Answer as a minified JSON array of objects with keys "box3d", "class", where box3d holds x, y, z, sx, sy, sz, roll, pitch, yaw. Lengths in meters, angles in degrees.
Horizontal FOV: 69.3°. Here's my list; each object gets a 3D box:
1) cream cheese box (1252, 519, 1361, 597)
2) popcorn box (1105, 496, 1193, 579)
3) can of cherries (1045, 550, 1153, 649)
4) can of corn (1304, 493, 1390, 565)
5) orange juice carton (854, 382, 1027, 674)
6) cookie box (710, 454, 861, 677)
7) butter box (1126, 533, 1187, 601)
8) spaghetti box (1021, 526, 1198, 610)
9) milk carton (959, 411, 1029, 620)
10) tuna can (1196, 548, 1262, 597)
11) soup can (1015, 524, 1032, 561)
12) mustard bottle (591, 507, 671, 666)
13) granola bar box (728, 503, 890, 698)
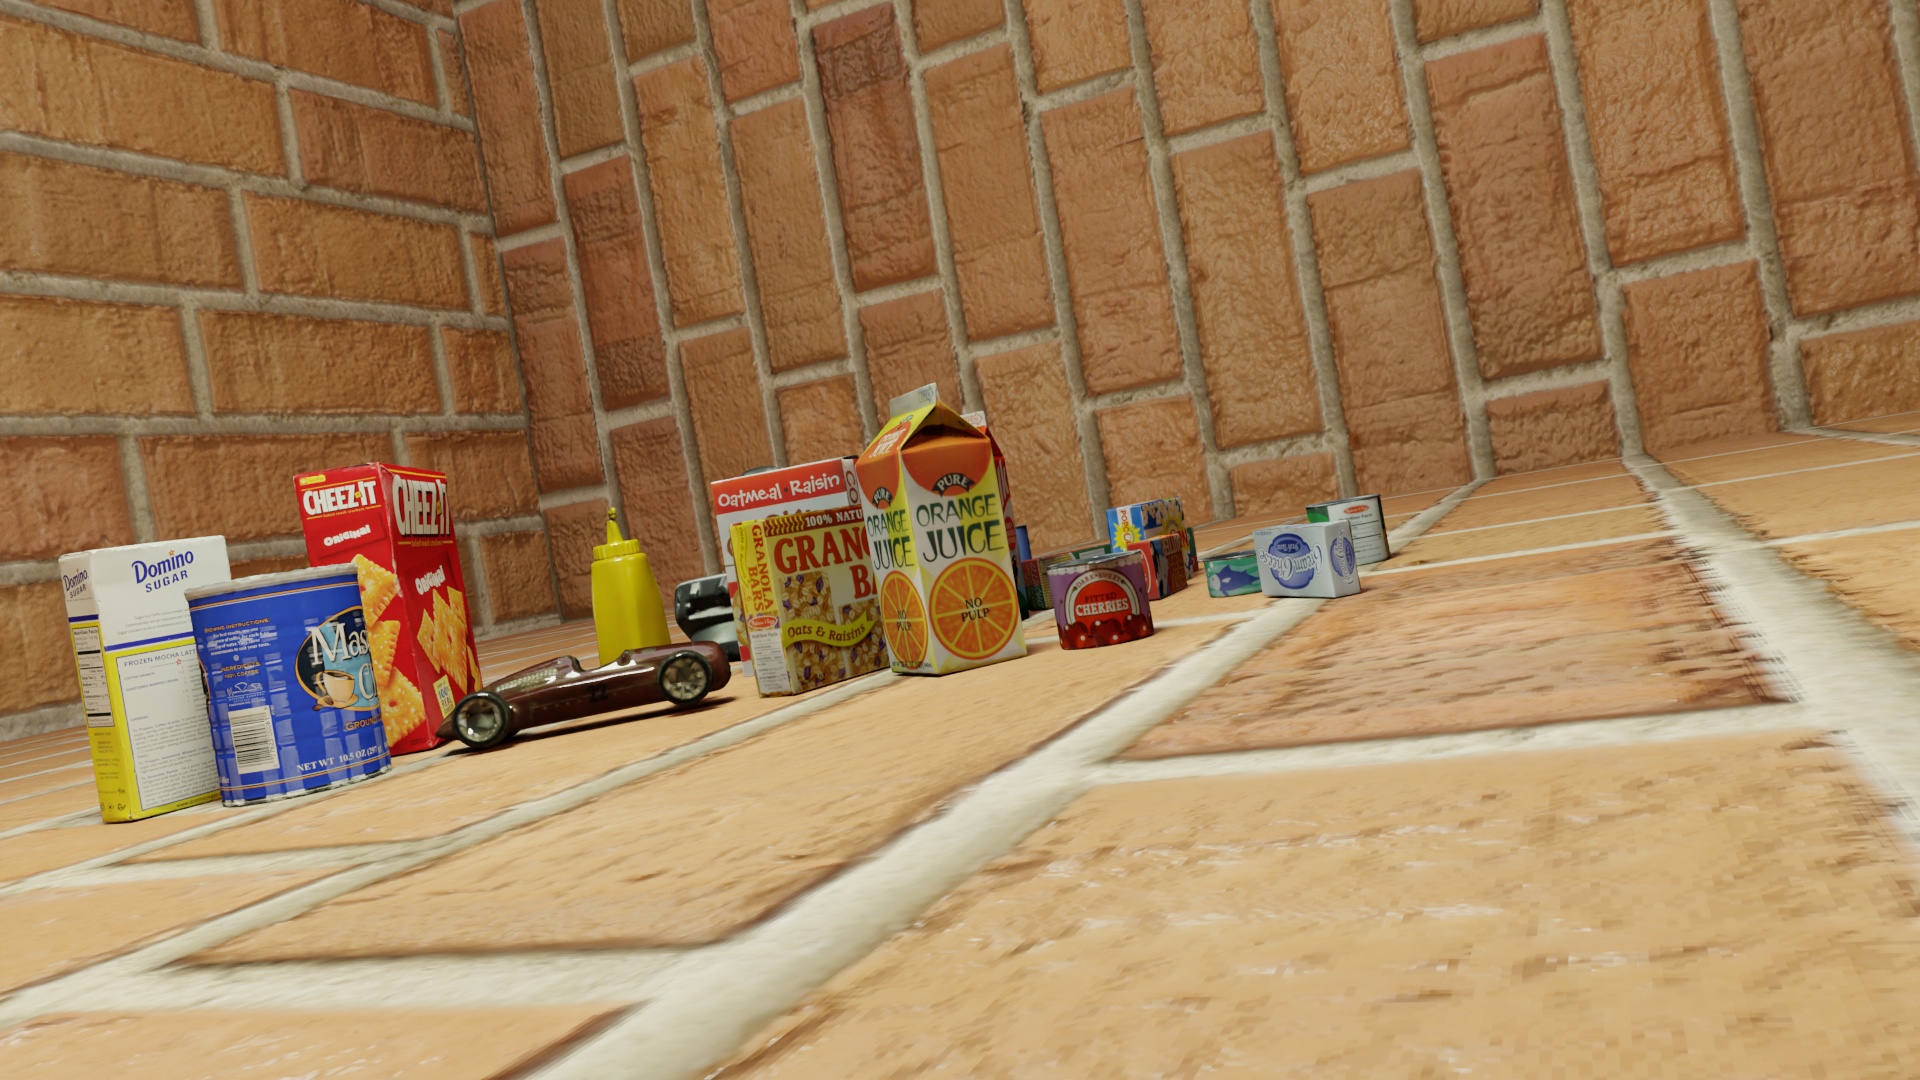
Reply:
[{"box3d":[0.253,0.015,1.020,0.024,0.053,0.103,-10,1,-17],"class":"cream cheese box"},{"box3d":[0.187,0.004,1.364,0.038,0.085,0.127,-10,1,27],"class":"popcorn box"},{"box3d":[0.095,0.041,0.949,0.071,0.058,0.071,-10,1,0],"class":"can of cherries"},{"box3d":[0.345,-0.008,1.240,0.071,0.058,0.071,-10,1,0],"class":"can of corn"},{"box3d":[-0.017,-0.008,0.953,0.073,0.192,0.071,-10,0,-29],"class":"orange juice carton"},{"box3d":[-0.133,0.021,1.158,0.123,0.167,0.040,-10,0,19],"class":"cookie box"},{"box3d":[0.179,0.024,1.259,0.024,0.053,0.104,-10,1,24],"class":"butter box"},{"box3d":[0.157,0.026,1.412,0.251,0.050,0.028,-11,1,-44],"class":"spaghetti box"},{"box3d":[0.004,-0.016,1.238,0.072,0.190,0.073,-10,0,20],"class":"milk carton"},{"box3d":[0.233,0.026,1.150,0.071,0.033,0.071,-10,1,0],"class":"tuna can"},{"box3d":[0.042,0.030,1.395,0.071,0.083,0.071,-10,1,0],"class":"soup can"},{"box3d":[-0.286,0.051,1.191,0.049,0.160,0.065,-10,0,17],"class":"mustard bottle"},{"box3d":[-0.090,0.038,1.022,0.039,0.124,0.166,-10,1,37],"class":"granola bar box"}]
